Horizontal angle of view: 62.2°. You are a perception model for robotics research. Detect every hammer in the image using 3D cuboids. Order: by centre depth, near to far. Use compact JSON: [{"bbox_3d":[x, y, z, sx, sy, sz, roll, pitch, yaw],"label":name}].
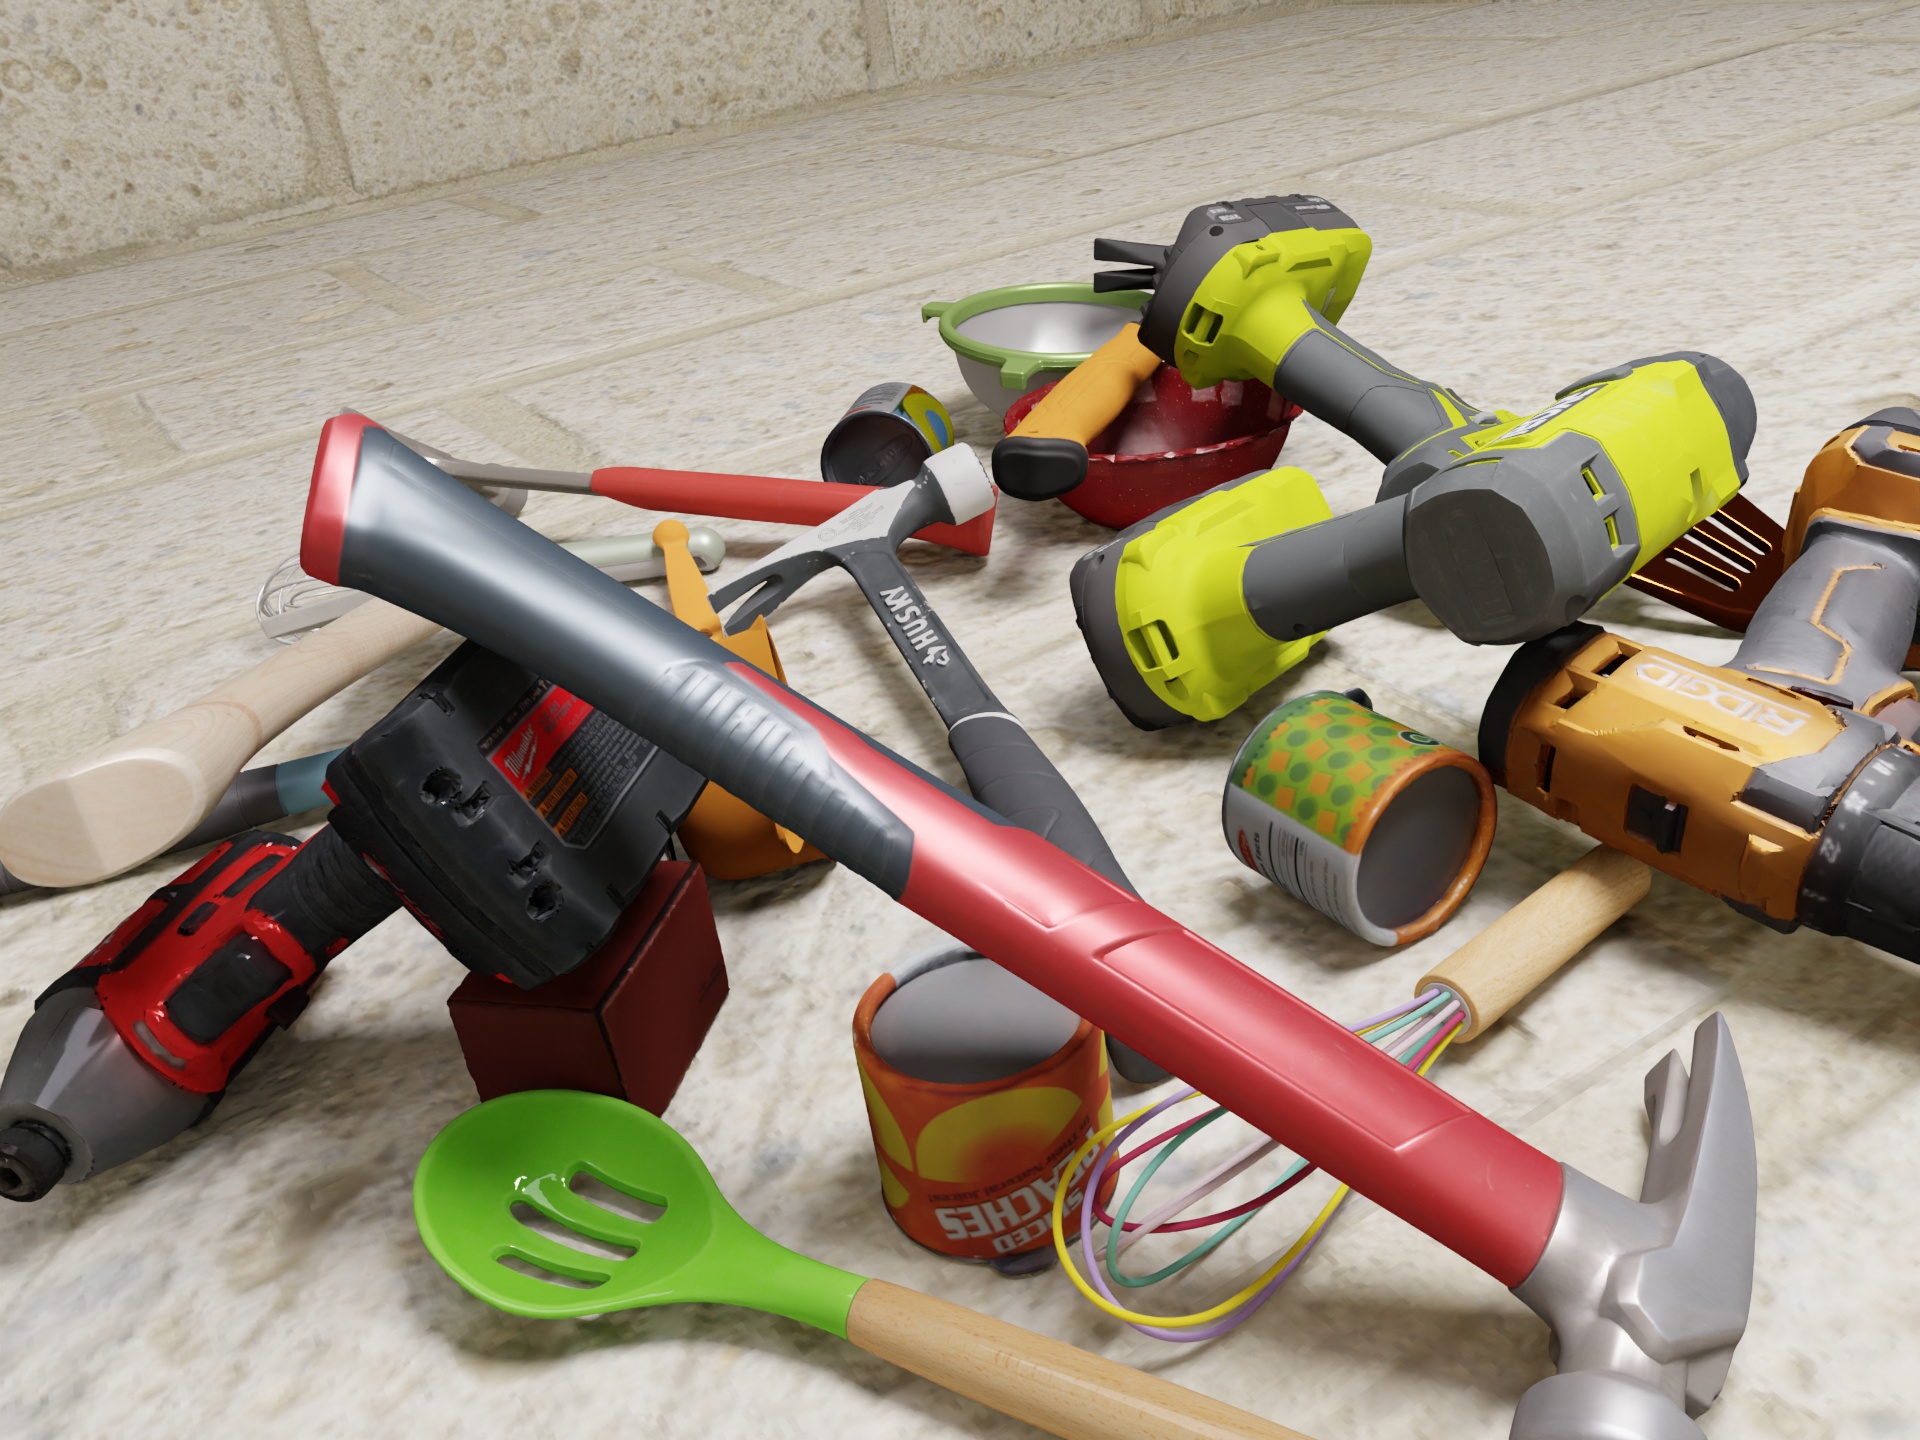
[{"bbox_3d":[0.009,0.027,0.388,0.386,0.038,0.143,32,41,9],"label":"hammer"},{"bbox_3d":[-0.263,-0.014,0.617,0.146,0.038,0.411,-18,14,0],"label":"hammer"},{"bbox_3d":[-0.001,-0.002,0.623,0.149,0.036,0.409,-27,33,-3],"label":"hammer"},{"bbox_3d":[-0.295,0.033,0.659,0.331,0.033,0.128,-15,29,-13],"label":"hammer"},{"bbox_3d":[0.084,-0.197,0.853,0.127,0.034,0.337,12,34,19],"label":"hammer"},{"bbox_3d":[-0.154,-0.126,0.864,0.359,0.037,0.149,8,-3,20],"label":"hammer"}]

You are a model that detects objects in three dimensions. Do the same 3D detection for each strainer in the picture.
[{"bbox_3d":[0.111,-0.230,1.007,0.256,0.069,0.152,-11,33,-18],"label":"strainer"}]

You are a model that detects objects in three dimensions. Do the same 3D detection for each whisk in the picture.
[{"bbox_3d":[0.118,0.086,0.437,0.245,0.051,0.047,-25,26,-34],"label":"whisk"},{"bbox_3d":[-0.248,-0.076,0.846,0.246,0.057,0.059,-8,62,-6],"label":"whisk"}]

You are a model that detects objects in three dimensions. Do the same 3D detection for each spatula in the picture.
[{"bbox_3d":[0.391,-0.032,0.581,0.081,0.041,0.323,-42,41,-21],"label":"spatula"}]

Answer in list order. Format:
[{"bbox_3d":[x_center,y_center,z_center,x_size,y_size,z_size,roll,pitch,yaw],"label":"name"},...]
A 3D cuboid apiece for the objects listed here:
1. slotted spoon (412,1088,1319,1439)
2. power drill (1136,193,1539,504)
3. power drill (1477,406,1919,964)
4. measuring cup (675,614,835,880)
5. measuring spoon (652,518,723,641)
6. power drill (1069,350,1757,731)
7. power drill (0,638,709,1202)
[{"bbox_3d":[-0.002,0.148,0.370,0.314,0.031,0.070,10,33,27],"label":"slotted spoon"},{"bbox_3d":[0.216,-0.160,0.765,0.190,0.080,0.229,-21,56,-39],"label":"power drill"},{"bbox_3d":[0.301,-0.008,0.490,0.226,0.084,0.185,-30,41,-28],"label":"power drill"},{"bbox_3d":[-0.078,0.022,0.535,0.052,0.095,0.174,-16,12,-1],"label":"measuring cup"},{"bbox_3d":[-0.138,-0.070,0.802,0.021,0.011,0.117,-10,42,-15],"label":"measuring spoon"},{"bbox_3d":[0.162,-0.067,0.579,0.171,0.080,0.223,-31,10,-36],"label":"power drill"},{"bbox_3d":[-0.188,0.057,0.466,0.219,0.078,0.143,-30,18,25],"label":"power drill"}]
